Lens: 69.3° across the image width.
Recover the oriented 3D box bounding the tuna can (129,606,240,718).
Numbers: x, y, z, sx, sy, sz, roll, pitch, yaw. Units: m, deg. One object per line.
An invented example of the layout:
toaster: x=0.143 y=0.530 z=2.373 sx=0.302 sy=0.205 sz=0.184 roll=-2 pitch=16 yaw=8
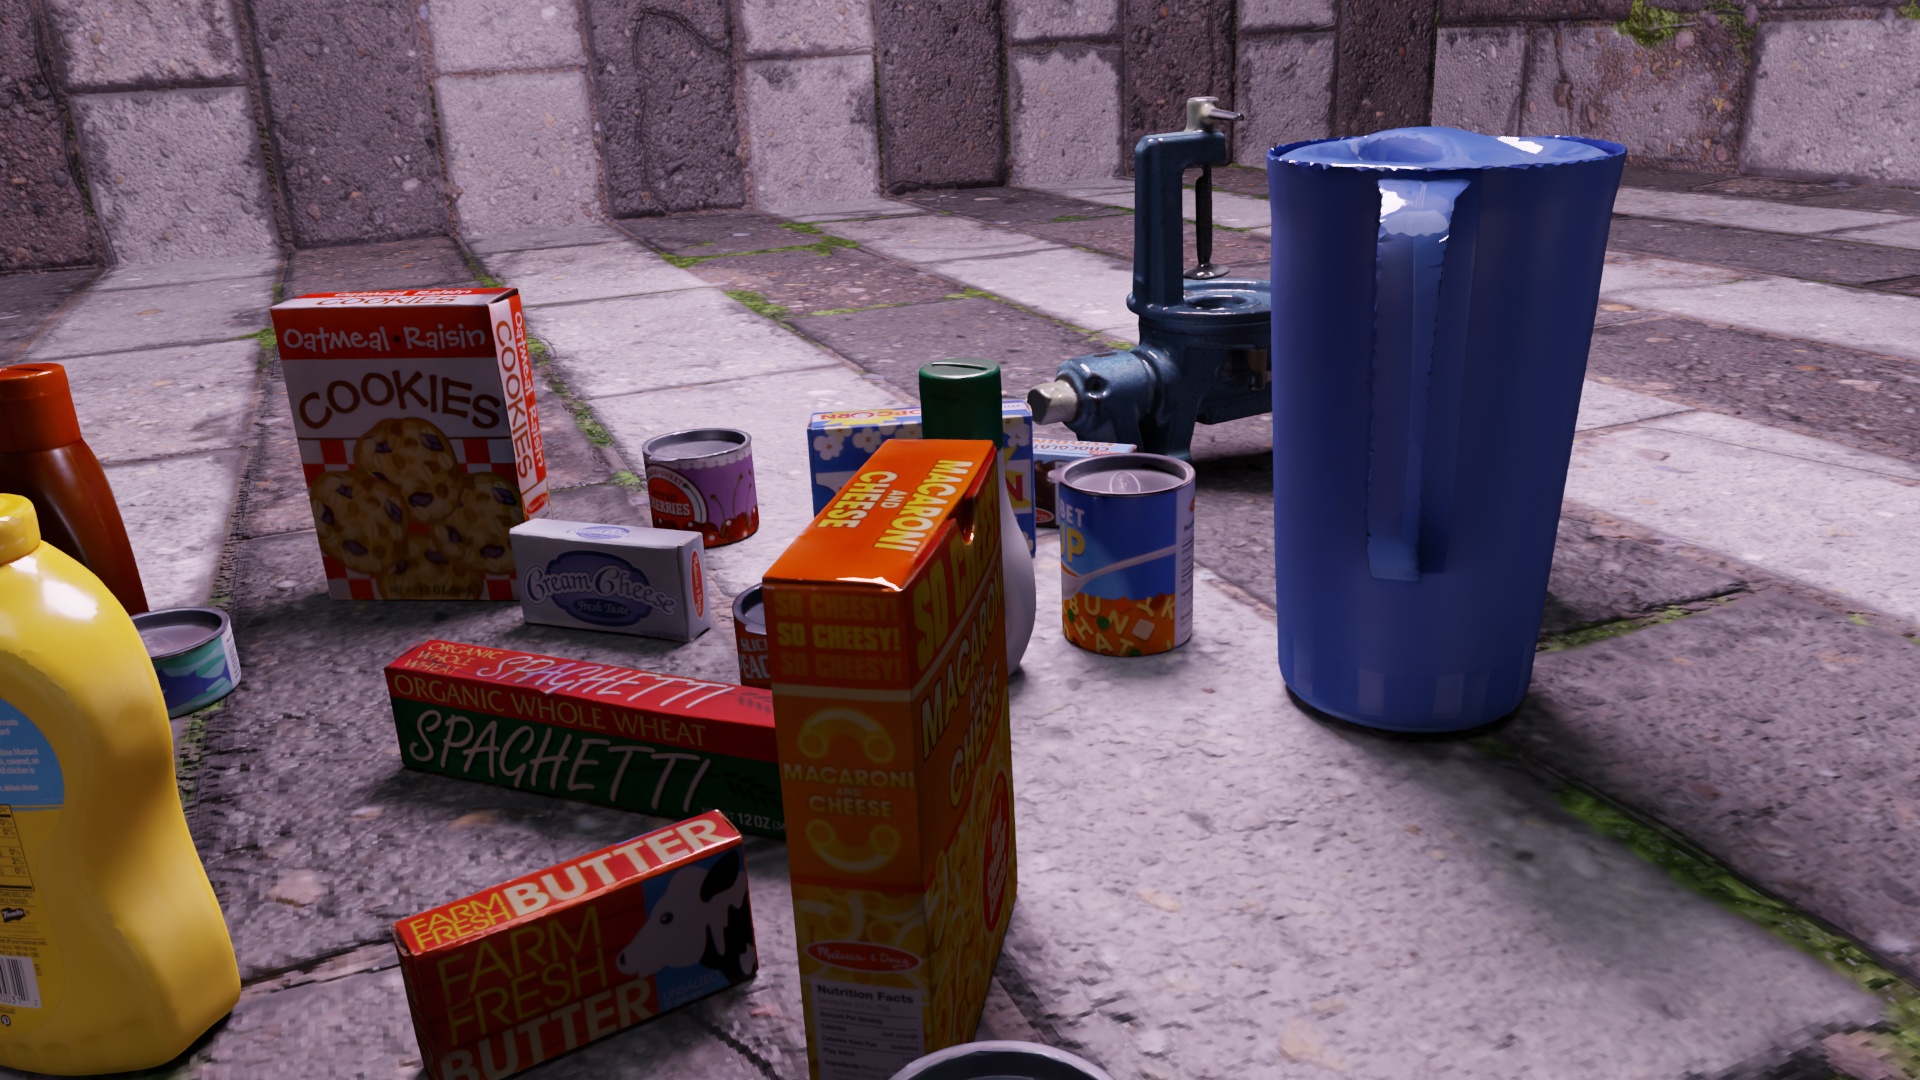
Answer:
tuna can: x=-0.385 y=0.060 z=0.663 sx=0.071 sy=0.032 sz=0.071 roll=-2 pitch=20 yaw=1

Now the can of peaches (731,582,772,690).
can of peaches: x=-0.066 y=0.053 z=0.608 sx=0.071 sy=0.057 sz=0.071 roll=-2 pitch=20 yaw=1

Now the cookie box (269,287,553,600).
cookie box: x=-0.294 y=-0.051 z=0.759 sx=0.123 sy=0.166 sz=0.040 roll=0 pitch=20 yaw=7

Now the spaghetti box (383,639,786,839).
spaghetti box: x=-0.121 y=0.080 z=0.551 sx=0.250 sy=0.050 sz=0.029 roll=6 pitch=21 yaw=21

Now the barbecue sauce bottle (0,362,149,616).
barbecue sauce bottle: x=-0.458 y=-0.014 z=0.705 sx=0.065 sy=0.148 sz=0.044 roll=4 pitch=21 yaw=19

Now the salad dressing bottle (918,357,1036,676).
salad dressing bottle: x=0.002 y=-0.008 z=0.635 sx=0.064 sy=0.147 sz=0.044 roll=9 pitch=23 yaw=29

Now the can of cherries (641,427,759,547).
can of cherries: x=-0.160 y=-0.032 z=0.848 sx=0.071 sy=0.058 sz=0.072 roll=-2 pitch=20 yaw=1

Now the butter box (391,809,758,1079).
butter box: x=-0.114 y=0.125 z=0.425 sx=0.104 sy=0.053 sz=0.024 roll=-15 pitch=23 yaw=-30

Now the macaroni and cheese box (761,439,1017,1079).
macaroni and cheese box: x=-0.013 y=0.066 z=0.410 sx=0.040 sy=0.165 sz=0.124 roll=2 pitch=20 yaw=12

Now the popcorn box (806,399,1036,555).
popcorn box: x=-0.021 y=-0.032 z=0.794 sx=0.127 sy=0.085 sz=0.038 roll=-4 pitch=20 yaw=-4

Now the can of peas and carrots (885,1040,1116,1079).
can of peas and carrots: x=0.009 y=0.159 z=0.311 sx=0.071 sy=0.058 sz=0.071 roll=-2 pitch=20 yaw=1

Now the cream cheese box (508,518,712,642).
cream cheese box: x=-0.181 y=0.020 z=0.718 sx=0.104 sy=0.053 sz=0.024 roll=5 pitch=21 yaw=19

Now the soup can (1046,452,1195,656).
soup can: x=0.079 y=0.006 z=0.681 sx=0.071 sy=0.083 sz=0.071 roll=-2 pitch=20 yaw=1

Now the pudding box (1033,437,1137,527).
pudding box: x=0.063 y=-0.035 z=0.841 sx=0.084 sy=0.049 sz=0.030 roll=5 pitch=21 yaw=19
